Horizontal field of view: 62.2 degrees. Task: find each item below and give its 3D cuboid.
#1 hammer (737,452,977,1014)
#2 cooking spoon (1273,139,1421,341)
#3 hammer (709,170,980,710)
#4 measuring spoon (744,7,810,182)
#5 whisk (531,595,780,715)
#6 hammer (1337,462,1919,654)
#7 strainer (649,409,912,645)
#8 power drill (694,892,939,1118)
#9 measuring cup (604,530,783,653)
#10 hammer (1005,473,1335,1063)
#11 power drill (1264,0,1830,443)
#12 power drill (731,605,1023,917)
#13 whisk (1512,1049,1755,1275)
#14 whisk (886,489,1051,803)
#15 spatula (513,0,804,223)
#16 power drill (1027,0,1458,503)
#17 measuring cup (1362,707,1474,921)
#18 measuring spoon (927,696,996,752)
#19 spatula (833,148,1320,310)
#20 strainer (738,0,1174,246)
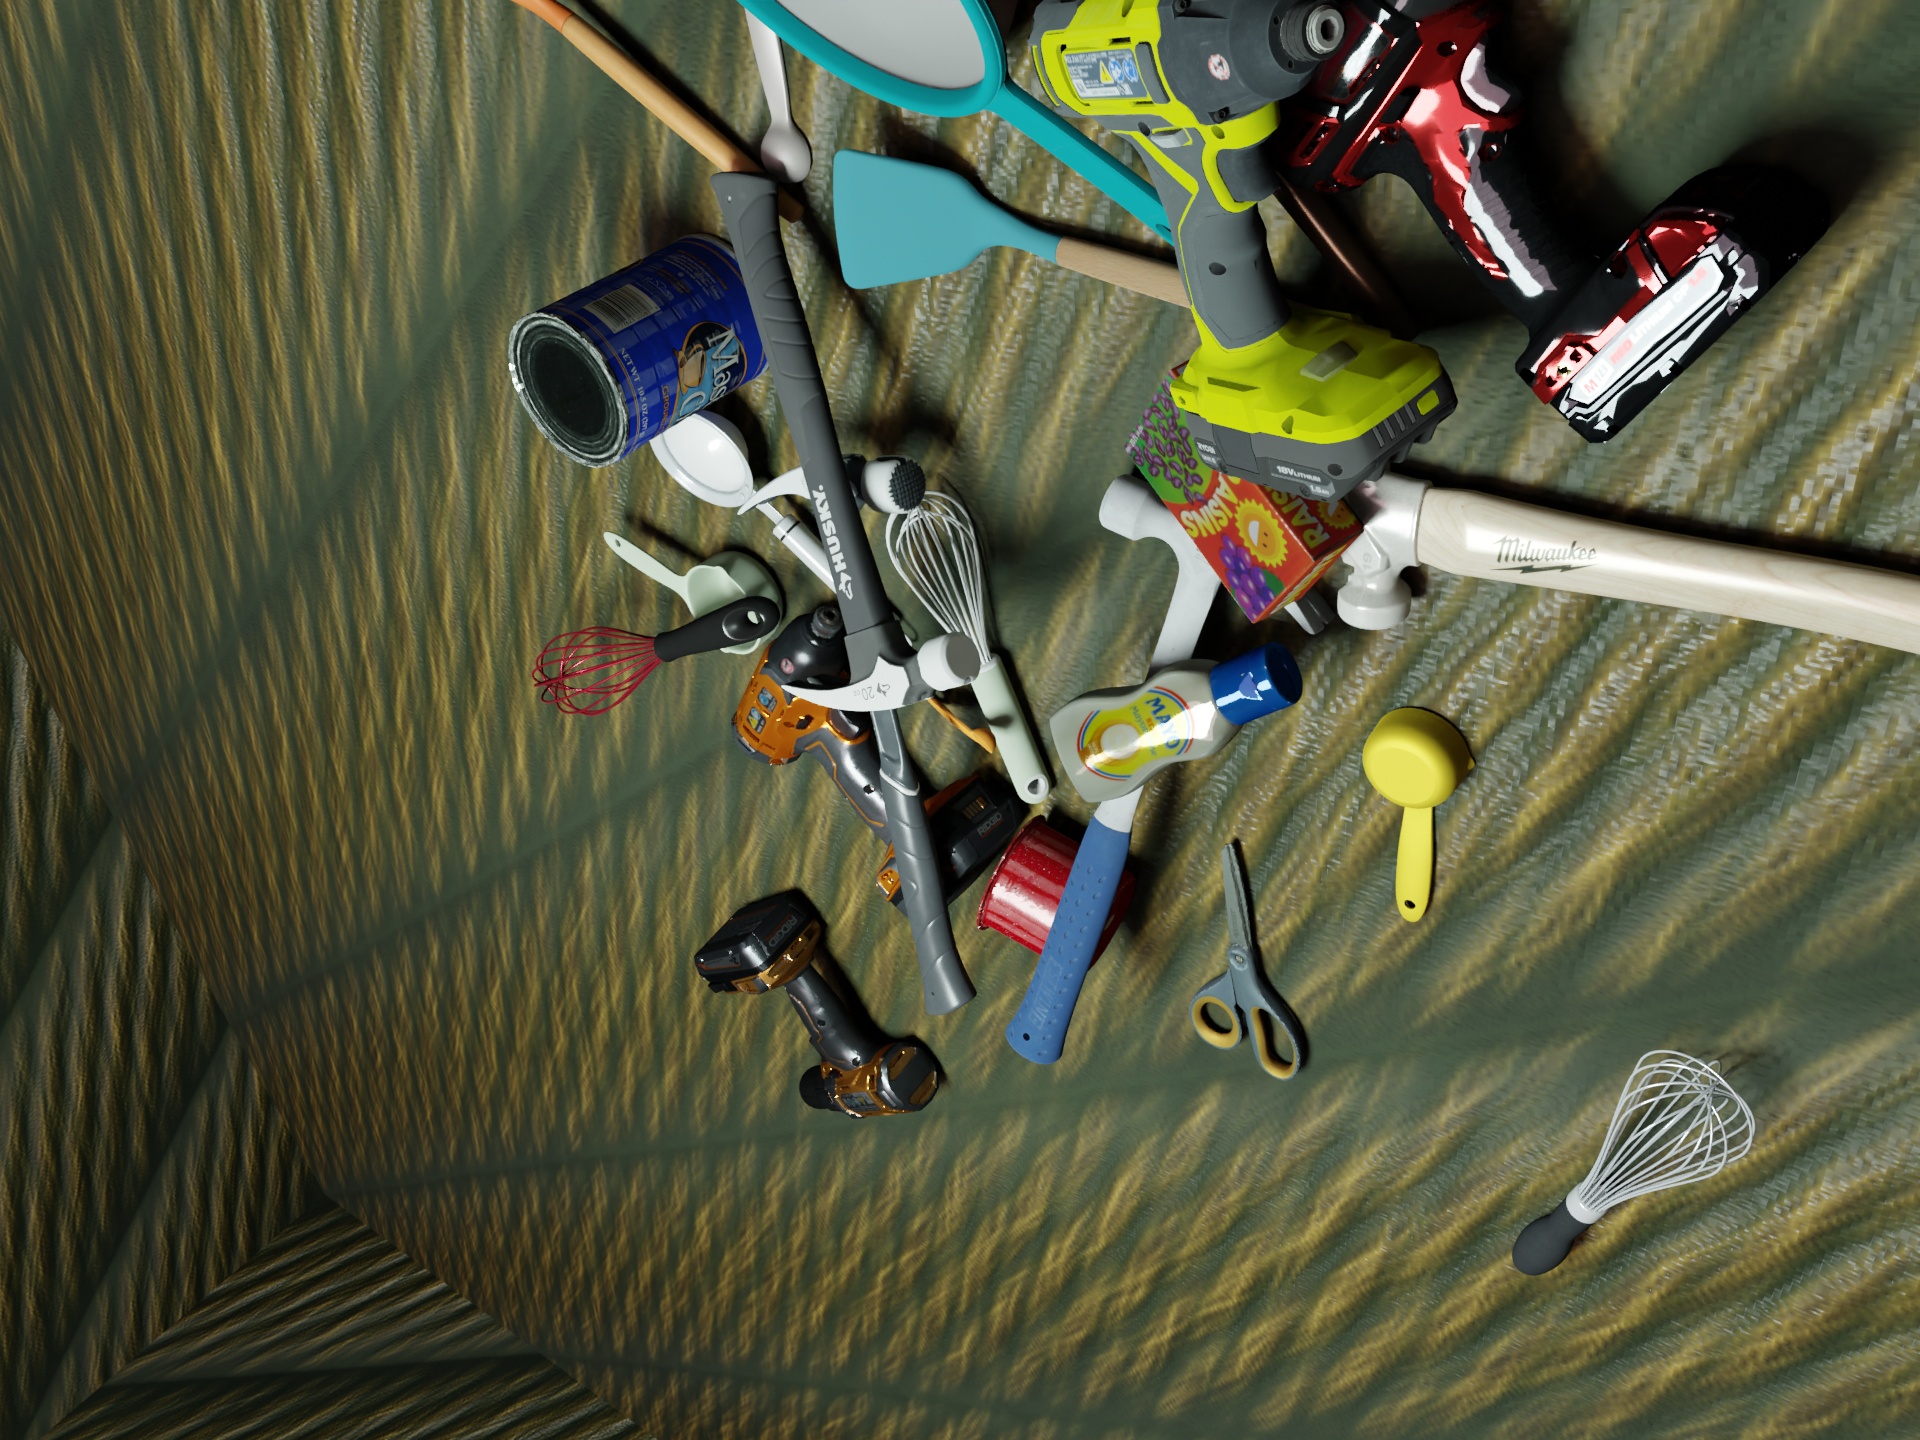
[{"bbox_3d":[-0.050,0.021,1.068,0.149,0.036,0.408,8,119,42],"label":"hammer"},{"bbox_3d":[0.112,-0.300,0.739,0.017,0.069,0.318,-38,100,22],"label":"cooking spoon"},{"bbox_3d":[-0.090,-0.167,0.950,0.146,0.035,0.335,-15,92,46],"label":"hammer"},{"bbox_3d":[-0.113,-0.371,0.918,0.034,0.018,0.124,17,132,34],"label":"measuring spoon"},{"bbox_3d":[-0.239,-0.053,1.227,0.296,0.073,0.073,-13,113,42],"label":"whisk"},{"bbox_3d":[0.362,-0.067,0.709,0.411,0.038,0.146,18,132,33],"label":"hammer"},{"bbox_3d":[-0.127,-0.142,1.115,0.258,0.050,0.087,44,149,-4],"label":"strainer"},{"bbox_3d":[-0.142,0.275,1.461,0.226,0.084,0.185,51,144,-11],"label":"power drill"},{"bbox_3d":[-0.203,-0.113,1.216,0.168,0.038,0.083,31,139,24],"label":"measuring cup"},{"bbox_3d":[0.103,0.058,0.989,0.144,0.035,0.405,29,123,21],"label":"hammer"},{"bbox_3d":[0.234,-0.236,0.657,0.220,0.078,0.143,46,143,8],"label":"power drill"},{"bbox_3d":[-0.065,0.026,1.168,0.226,0.084,0.164,45,141,10],"label":"power drill"},{"bbox_3d":[0.393,0.279,0.965,0.070,0.070,0.284,34,145,18],"label":"whisk"},{"bbox_3d":[0.012,-0.045,1.065,0.246,0.058,0.059,67,173,-27],"label":"whisk"},{"bbox_3d":[-0.216,-0.416,0.978,0.322,0.041,0.081,41,142,3],"label":"spatula"},{"bbox_3d":[0.126,-0.211,0.680,0.171,0.080,0.223,34,157,56],"label":"power drill"},{"bbox_3d":[0.260,0.064,0.923,0.062,0.029,0.156,18,132,33],"label":"measuring cup"},{"bbox_3d":[-0.002,-0.004,1.101,0.021,0.011,0.117,50,174,-29],"label":"measuring spoon"},{"bbox_3d":[0.069,-0.235,0.837,0.318,0.044,0.082,25,138,28],"label":"spatula"},{"bbox_3d":[0.006,-0.357,0.760,0.340,0.095,0.211,33,176,-14],"label":"strainer"}]
